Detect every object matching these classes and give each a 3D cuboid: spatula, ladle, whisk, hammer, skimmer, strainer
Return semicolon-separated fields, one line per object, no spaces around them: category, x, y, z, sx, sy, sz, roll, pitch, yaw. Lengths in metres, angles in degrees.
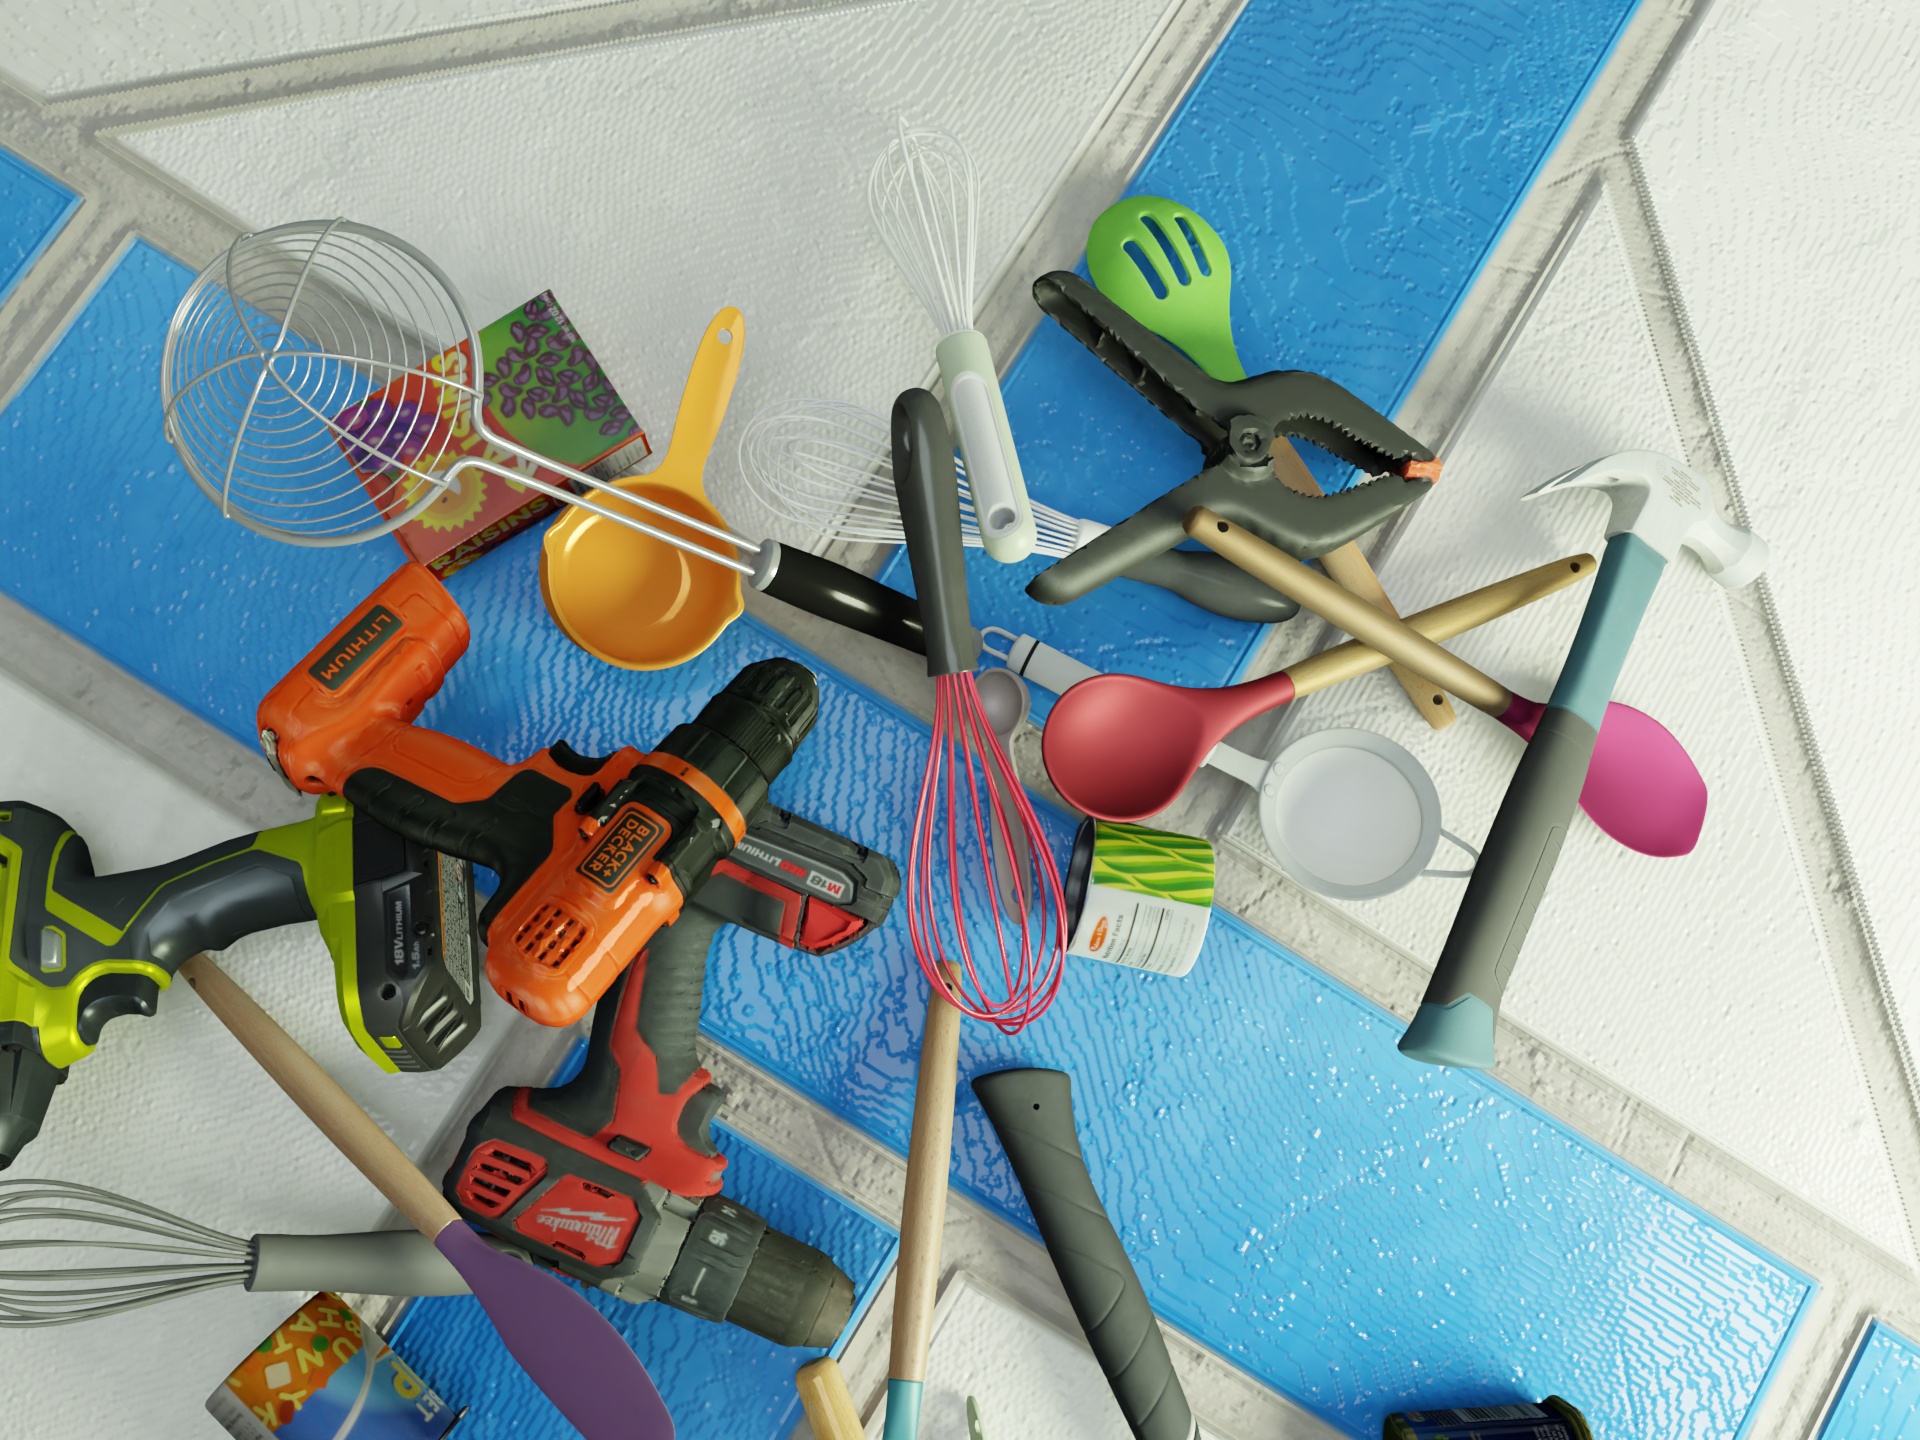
spatula;-0.234;0.199;0.676;0.316;0.018;0.059;37;117;19
ladle;0.176;-0.027;0.756;0.315;0.031;0.069;-21;85;-17
whisk;0.031;-0.093;0.767;0.284;0.070;0.070;16;82;-7
whisk;-0.001;-0.183;0.748;0.058;0.059;0.246;-18;68;12
hammer;0.099;0.347;0.715;0.149;0.036;0.409;-21;82;-19
skimmer;-0.148;-0.094;0.691;0.363;0.090;0.127;21;91;-36
hammer;0.280;0.013;0.738;0.128;0.033;0.331;34;70;-16
whisk;-0.292;0.221;0.659;0.238;0.055;0.055;14;80;-34
spatula;-0.023;0.266;0.710;0.082;0.044;0.318;6;70;1
strainer;0.124;0.016;0.766;0.258;0.050;0.087;27;71;5
whisk;-0.020;0.404;0.708;0.047;0.051;0.245;-18;80;-28
whisk;-0.001;-0.002;0.718;0.073;0.073;0.296;-8;93;-6

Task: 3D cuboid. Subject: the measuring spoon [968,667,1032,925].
measuring spoon;0.026;0.036;0.767;0.018;0.034;0.124;-4;88;-50

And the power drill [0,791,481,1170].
power drill;-0.328;0.104;0.678;0.223;0.080;0.171;-11;58;-6

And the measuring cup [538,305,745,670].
measuring cup;-0.138;-0.108;0.742;0.095;0.052;0.173;20;85;-23

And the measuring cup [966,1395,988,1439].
measuring cup;0.039;0.383;0.705;0.038;0.083;0.168;-7;66;-21

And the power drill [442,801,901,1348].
power drill;-0.102;0.154;0.713;0.188;0.080;0.227;25;84;-1

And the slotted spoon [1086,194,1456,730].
slotted spoon;0.161;-0.132;0.795;0.070;0.031;0.314;-31;87;-11

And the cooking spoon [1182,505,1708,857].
cooking spoon;0.237;-0.020;0.754;0.318;0.017;0.069;28;73;-17
